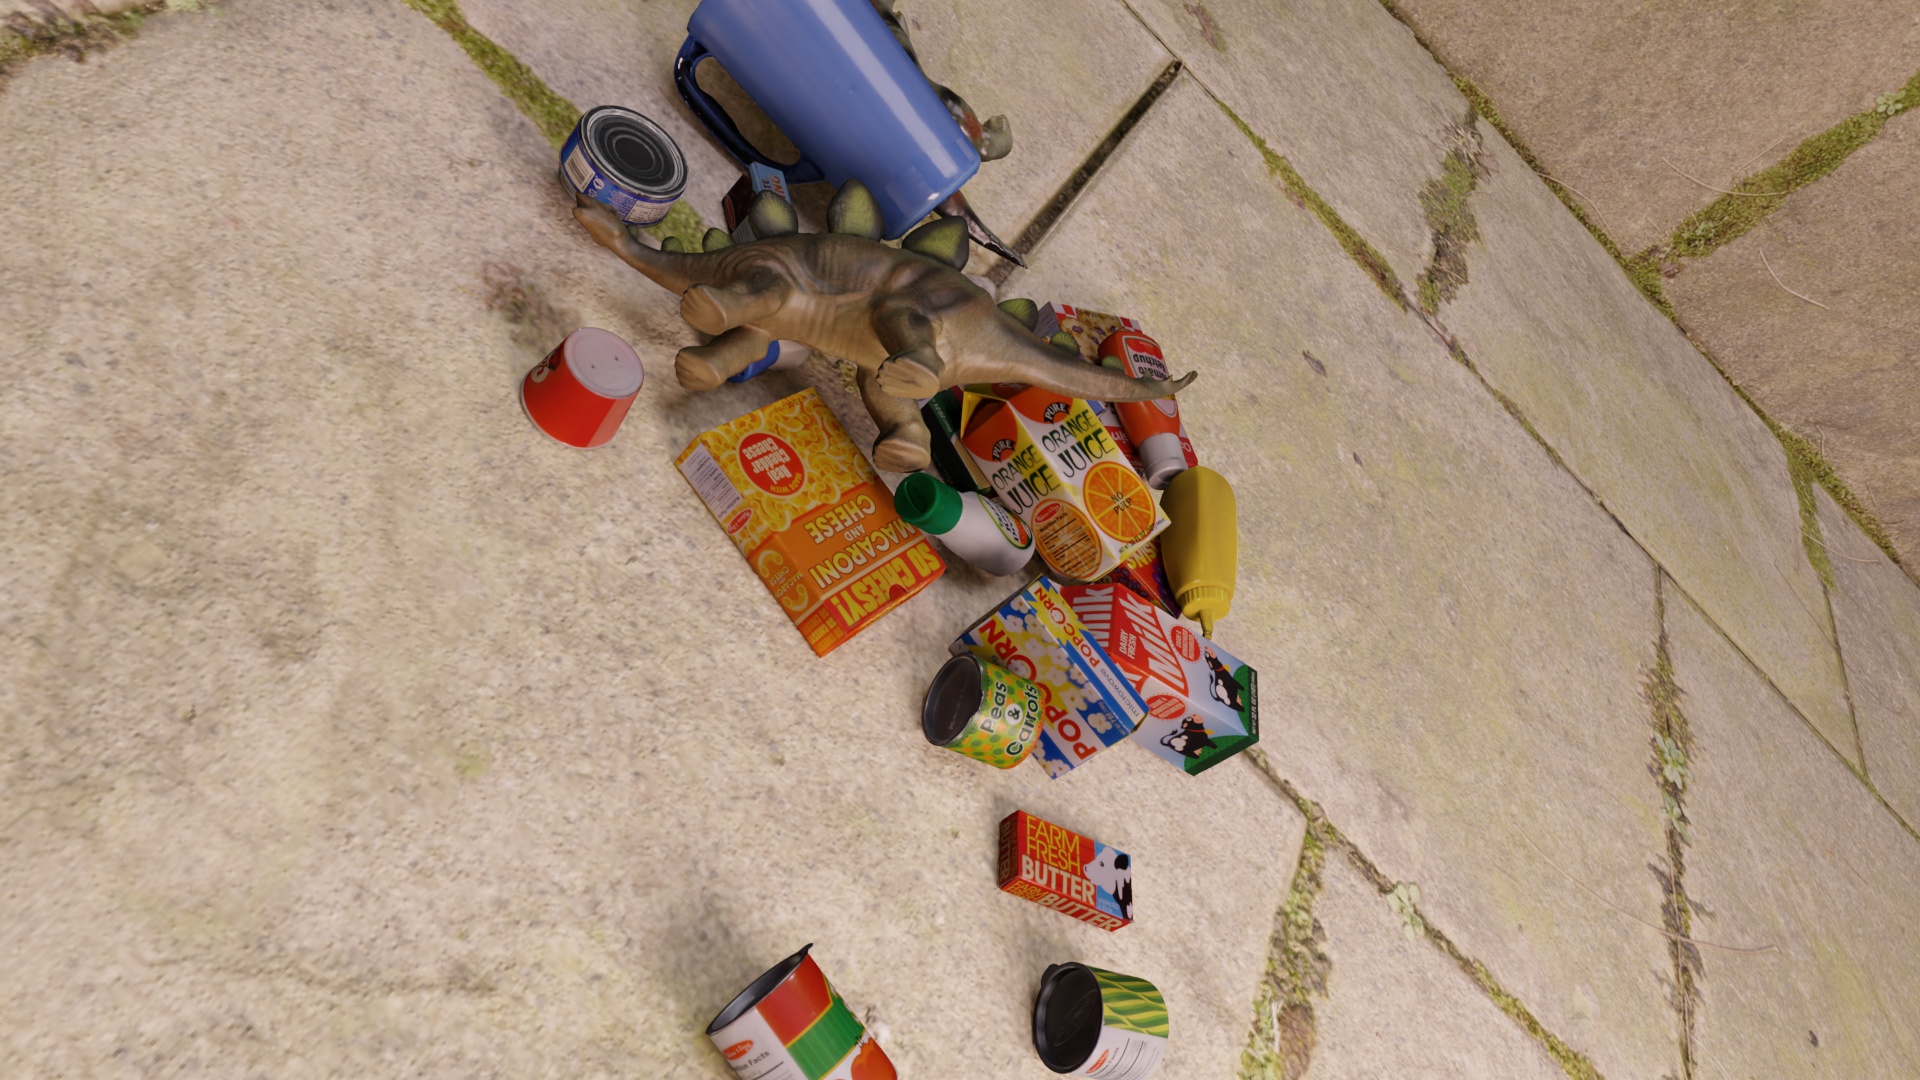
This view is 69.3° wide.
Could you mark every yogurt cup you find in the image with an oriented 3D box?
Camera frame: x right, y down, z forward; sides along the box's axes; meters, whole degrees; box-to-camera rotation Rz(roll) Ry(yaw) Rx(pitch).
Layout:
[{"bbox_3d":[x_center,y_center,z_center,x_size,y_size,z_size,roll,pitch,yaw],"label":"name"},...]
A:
[{"bbox_3d":[-0.239,-0.099,0.888,0.072,0.053,0.073,25,46,-29],"label":"yogurt cup"}]

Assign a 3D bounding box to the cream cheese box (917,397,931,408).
[{"bbox_3d":[-0.028,-0.159,1.089,0.024,0.053,0.104,20,51,-29],"label":"cream cheese box"}]

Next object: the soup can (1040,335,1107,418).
[{"bbox_3d":[0.073,-0.123,1.196,0.084,0.071,0.072,52,39,3],"label":"soup can"}]

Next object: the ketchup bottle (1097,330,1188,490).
[{"bbox_3d":[0.165,-0.114,1.227,0.065,0.043,0.149,13,52,-35],"label":"ketchup bottle"}]

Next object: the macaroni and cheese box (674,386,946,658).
[{"bbox_3d":[-0.101,-0.017,0.964,0.166,0.040,0.124,53,39,4],"label":"macaroni and cheese box"}]

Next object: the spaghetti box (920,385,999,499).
[{"bbox_3d":[-0.038,-0.143,1.133,0.050,0.028,0.250,-17,73,-48],"label":"spaghetti box"}]

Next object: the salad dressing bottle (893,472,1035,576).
[{"bbox_3d":[0.004,-0.013,1.018,0.147,0.044,0.064,25,29,-58],"label":"salad dressing bottle"}]

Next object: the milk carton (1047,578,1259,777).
[{"bbox_3d":[0.137,0.100,1.071,0.190,0.073,0.073,32,42,-20],"label":"milk carton"}]

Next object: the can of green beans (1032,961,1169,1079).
[{"bbox_3d":[0.088,0.303,0.870,0.058,0.071,0.071,23,46,-31],"label":"can of green beans"}]

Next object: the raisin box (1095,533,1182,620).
[{"bbox_3d":[0.145,0.010,1.177,0.123,0.040,0.086,48,38,-4],"label":"raisin box"}]

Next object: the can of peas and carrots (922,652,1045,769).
[{"bbox_3d":[0.017,0.117,0.947,0.058,0.070,0.071,25,45,-29],"label":"can of peas and carrots"}]

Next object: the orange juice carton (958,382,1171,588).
[{"bbox_3d":[0.070,-0.062,1.084,0.072,0.072,0.192,-33,87,-39],"label":"orange juice carton"}]

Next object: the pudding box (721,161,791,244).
[{"bbox_3d":[-0.156,-0.248,1.088,0.030,0.049,0.084,8,55,-42],"label":"pudding box"}]

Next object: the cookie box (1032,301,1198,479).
[{"bbox_3d":[0.142,-0.137,1.290,0.123,0.040,0.168,3,58,-42],"label":"cookie box"}]

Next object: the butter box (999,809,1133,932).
[{"bbox_3d":[0.072,0.226,0.949,0.103,0.024,0.053,27,44,-26],"label":"butter box"}]

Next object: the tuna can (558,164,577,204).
[{"bbox_3d":[-0.257,-0.271,1.022,0.071,0.032,0.071,25,45,-28],"label":"tuna can"}]

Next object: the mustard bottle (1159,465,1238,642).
[{"bbox_3d":[0.198,0.017,1.144,0.049,0.065,0.161,21,52,-26],"label":"mustard bottle"}]

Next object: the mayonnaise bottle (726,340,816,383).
[{"bbox_3d":[-0.130,-0.161,1.050,0.065,0.041,0.149,48,39,-1],"label":"mayonnaise bottle"}]

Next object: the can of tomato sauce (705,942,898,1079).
[{"bbox_3d":[-0.082,0.269,0.734,0.083,0.071,0.071,52,39,1],"label":"can of tomato sauce"}]

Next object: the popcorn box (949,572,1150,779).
[{"bbox_3d":[0.063,0.099,0.993,0.126,0.085,0.038,52,40,2],"label":"popcorn box"}]
